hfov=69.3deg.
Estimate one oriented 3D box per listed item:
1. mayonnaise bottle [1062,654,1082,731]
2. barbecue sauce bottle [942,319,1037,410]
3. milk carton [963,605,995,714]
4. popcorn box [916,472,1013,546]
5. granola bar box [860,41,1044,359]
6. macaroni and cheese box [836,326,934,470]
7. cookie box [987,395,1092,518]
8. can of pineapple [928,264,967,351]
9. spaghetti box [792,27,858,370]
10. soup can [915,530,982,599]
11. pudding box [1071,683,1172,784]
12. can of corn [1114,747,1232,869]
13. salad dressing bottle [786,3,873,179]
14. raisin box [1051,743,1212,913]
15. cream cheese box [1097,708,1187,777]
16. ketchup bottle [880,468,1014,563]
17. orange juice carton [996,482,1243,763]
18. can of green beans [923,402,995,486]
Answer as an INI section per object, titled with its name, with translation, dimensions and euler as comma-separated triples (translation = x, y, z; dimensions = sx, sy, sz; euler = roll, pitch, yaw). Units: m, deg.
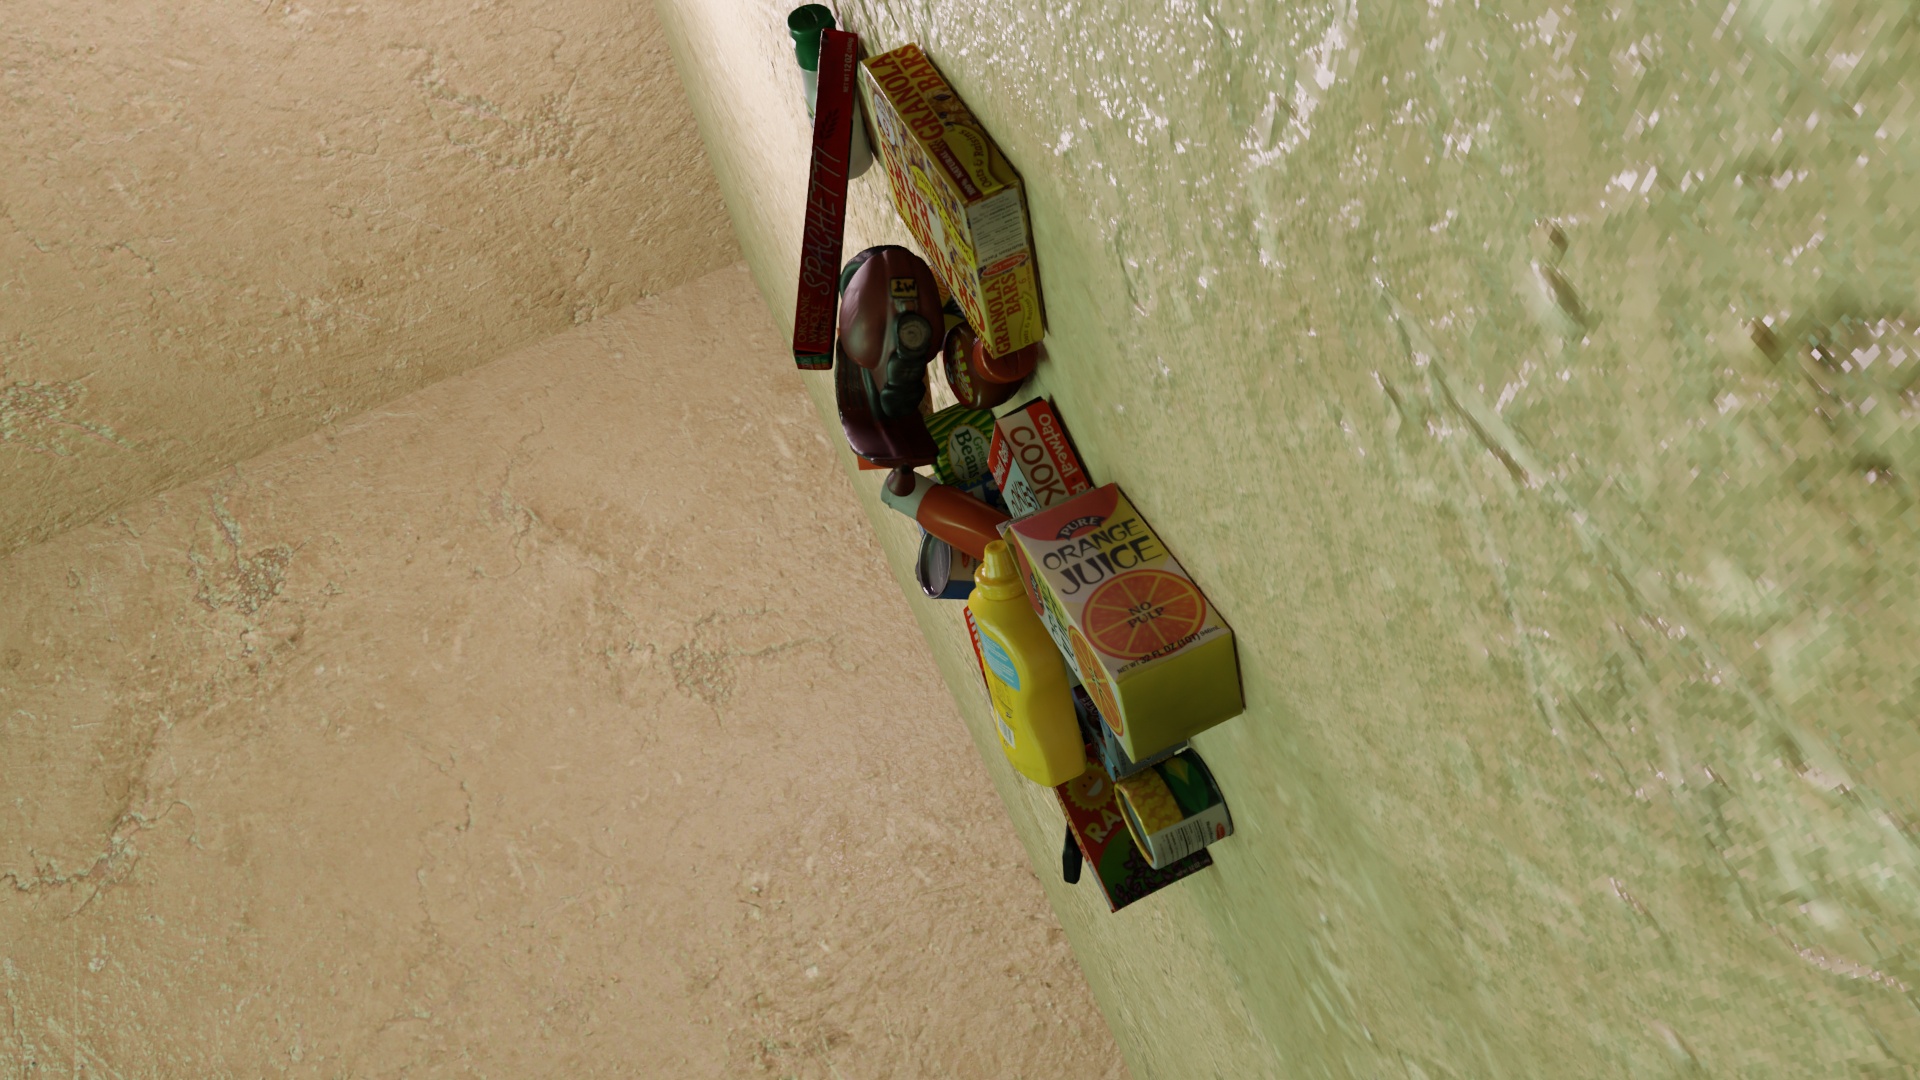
[mayonnaise bottle]
translation = 0.085, 0.099, 1.218
dimensions = 0.148, 0.041, 0.064
euler = 63, -179, 34
[barbecue sauce bottle]
translation = 0.020, -0.123, 0.947
dimensions = 0.148, 0.044, 0.064
euler = -159, 54, -80
[milk carton]
translation = 0.053, 0.110, 1.334
dimensions = 0.189, 0.073, 0.072
euler = 73, 179, -55
[popcorn box]
translation = 0.006, -0.016, 1.259
dimensions = 0.126, 0.085, 0.038
euler = 75, 168, -51
[granola bar box]
translation = -0.004, -0.210, 0.855
dimensions = 0.123, 0.039, 0.166
euler = 75, 169, -51
[macaroni and cheese box]
translation = -0.061, -0.142, 1.200
dimensions = 0.167, 0.040, 0.123
euler = -66, -30, -69
[cookie box]
translation = 0.073, -0.004, 0.961
dimensions = 0.122, 0.040, 0.167
euler = 99, 145, -79
[can of pineapple]
translation = -0.028, -0.178, 1.081
dimensions = 0.071, 0.058, 0.071
euler = 159, 88, -83
[spaghetti box]
translation = -0.100, -0.251, 1.032
dimensions = 0.050, 0.029, 0.250
euler = 117, 157, -82
[soup can]
translation = 0.013, 0.020, 1.214
dimensions = 0.071, 0.084, 0.071
euler = -14, 74, 62
[pudding box]
translation = 0.120, 0.140, 1.052
dimensions = 0.084, 0.050, 0.030
euler = -120, 11, -45
[can of corn]
translation = 0.145, 0.184, 0.962
dimensions = 0.071, 0.058, 0.071
euler = 159, 88, -83
[salad dressing bottle]
translation = -0.106, -0.361, 1.124
dimensions = 0.147, 0.044, 0.064
euler = 76, 170, -55
[raisin box]
translation = 0.129, 0.216, 1.087
dimensions = 0.040, 0.086, 0.123
euler = 82, 163, -72
[cream cheese box]
translation = 0.120, 0.111, 0.930
dimensions = 0.024, 0.053, 0.103
euler = 56, 168, 45
[ketchup bottle]
translation = 0.004, -0.014, 1.145
dimensions = 0.149, 0.044, 0.064
euler = 28, 162, 16
[orange juice carton]
translation = 0.088, 0.033, 0.827
dimensions = 0.193, 0.072, 0.072
euler = -121, 11, -48
[can of green beans]
translation = 0.001, -0.083, 1.181
dimensions = 0.071, 0.058, 0.071
euler = 159, 88, -83
